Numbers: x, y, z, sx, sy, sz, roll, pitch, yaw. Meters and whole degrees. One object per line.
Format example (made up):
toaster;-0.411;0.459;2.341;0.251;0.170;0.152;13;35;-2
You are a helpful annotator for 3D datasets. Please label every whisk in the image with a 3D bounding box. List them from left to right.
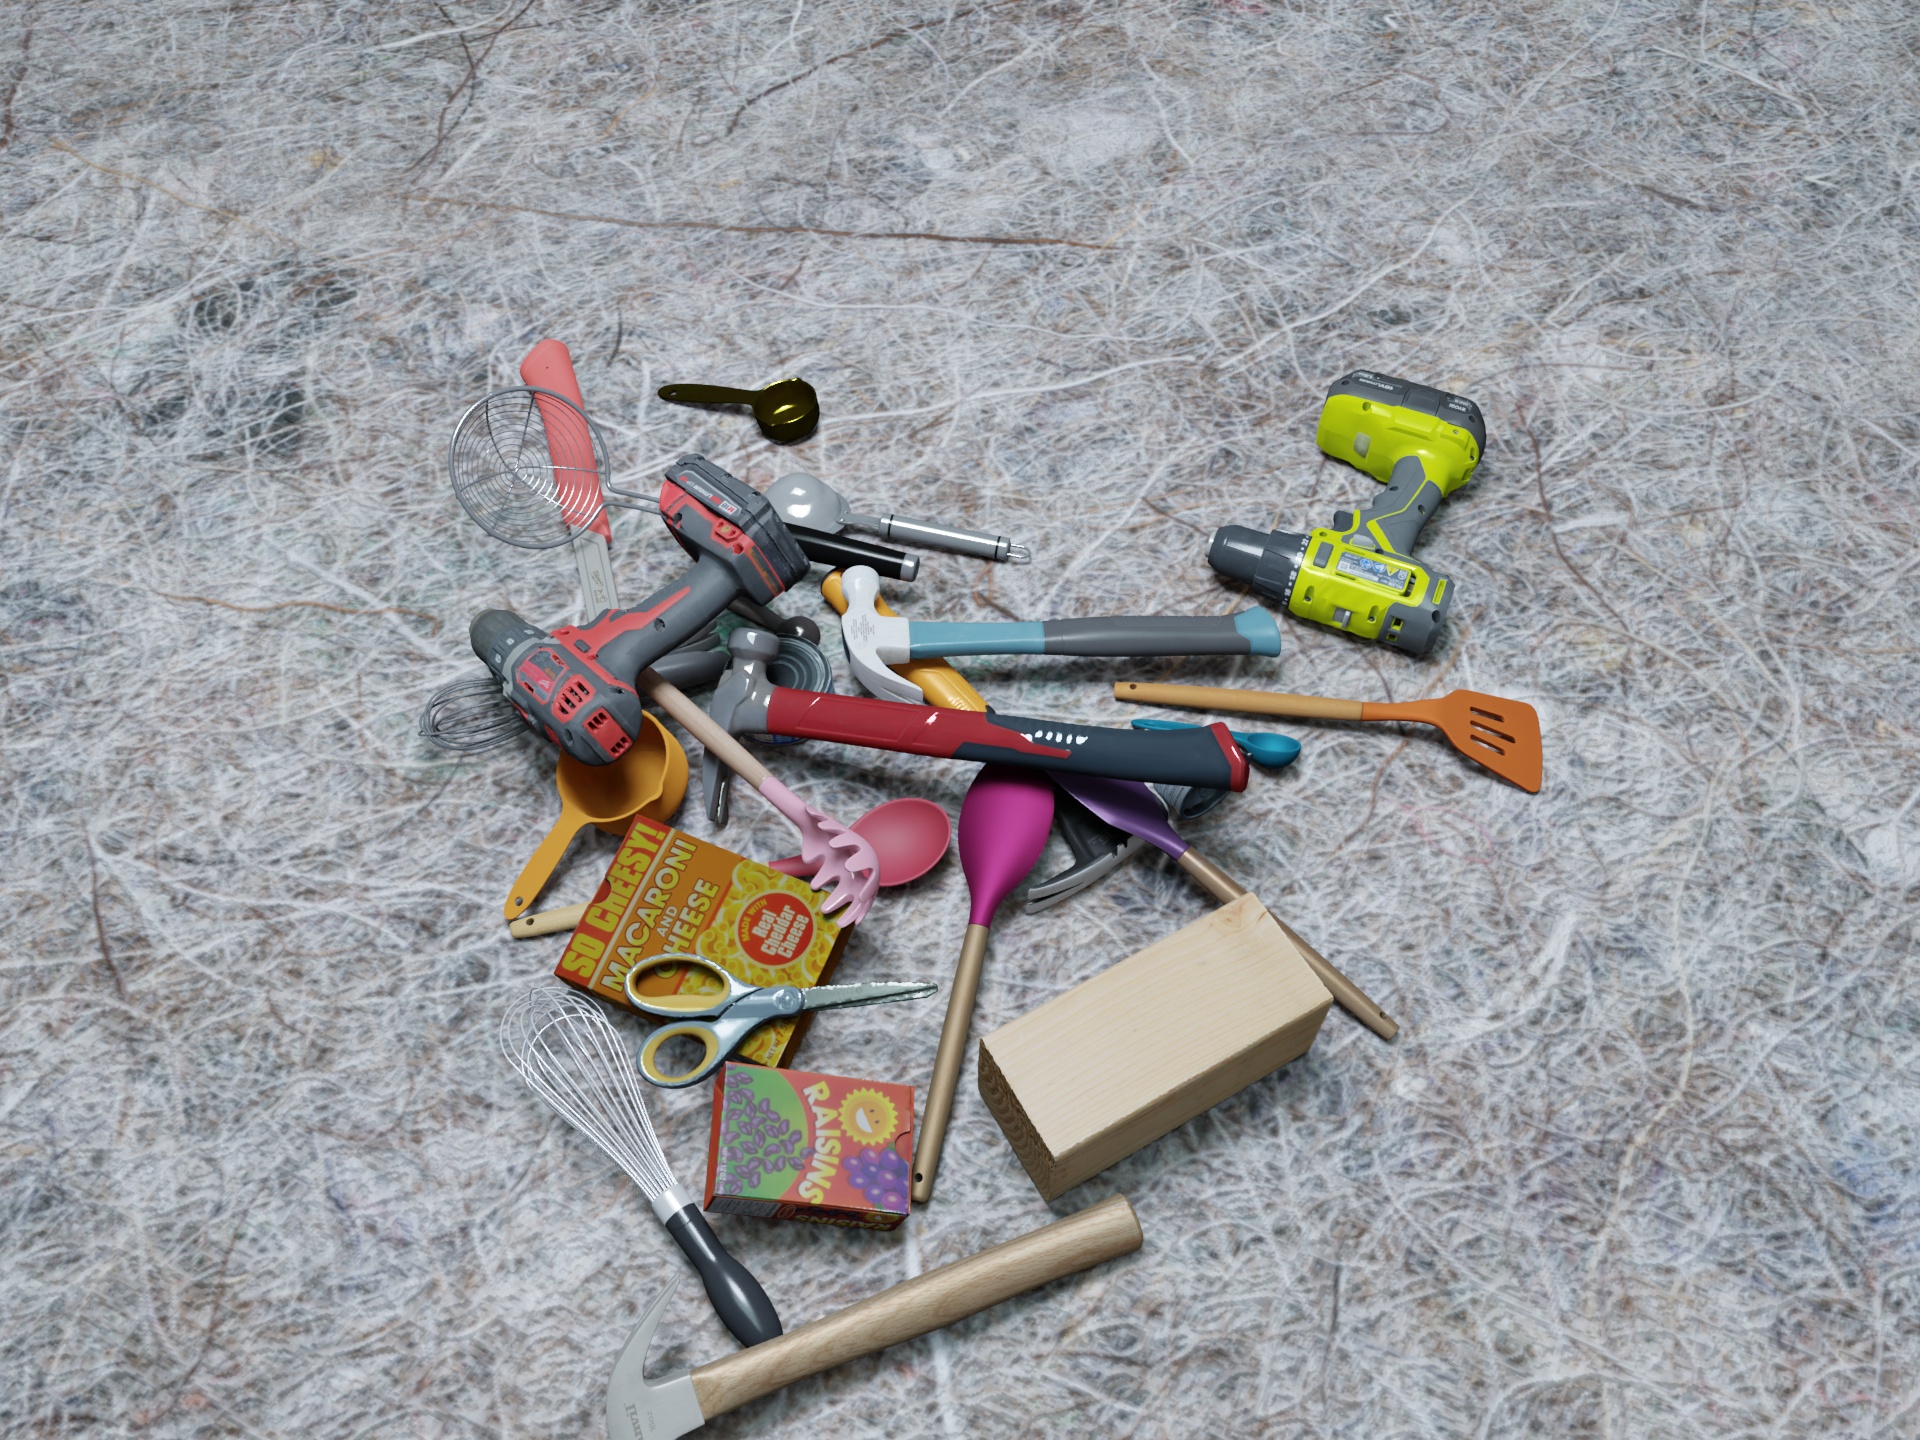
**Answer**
whisk;-0.290;-0.020;1.207;0.239;0.055;0.055;-13;56;-14
whisk;-0.199;0.278;0.996;0.070;0.070;0.285;-33;66;-20

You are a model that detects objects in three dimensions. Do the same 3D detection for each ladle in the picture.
ladle;-0.160;0.113;1.123;0.315;0.031;0.069;-12;53;-6

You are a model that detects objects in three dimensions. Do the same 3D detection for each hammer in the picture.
hammer;-0.306;-0.187;1.324;0.149;0.036;0.359;-13;57;-9
hammer;-0.046;0.351;0.938;0.331;0.031;0.130;-17;83;-16
hammer;-0.002;-0.004;1.198;0.127;0.034;0.337;-33;61;-22
hammer;0.004;0.026;1.106;0.386;0.038;0.143;7;82;17
hammer;0.076;-0.064;1.203;0.331;0.033;0.128;-1;53;-3

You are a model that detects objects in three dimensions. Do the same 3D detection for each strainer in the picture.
strainer;-0.068;-0.165;1.308;0.258;0.050;0.087;12;42;4

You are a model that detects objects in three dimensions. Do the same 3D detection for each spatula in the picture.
spatula;0.175;0.108;1.102;0.316;0.018;0.060;41;48;15
spatula;0.278;-0.003;1.204;0.322;0.041;0.081;5;55;9

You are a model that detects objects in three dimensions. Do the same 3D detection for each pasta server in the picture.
pasta server;-0.157;0.033;1.104;0.040;0.060;0.316;-25;50;-37

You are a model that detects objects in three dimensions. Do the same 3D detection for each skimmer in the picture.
skimmer;-0.211;-0.166;1.235;0.363;0.090;0.127;14;82;7

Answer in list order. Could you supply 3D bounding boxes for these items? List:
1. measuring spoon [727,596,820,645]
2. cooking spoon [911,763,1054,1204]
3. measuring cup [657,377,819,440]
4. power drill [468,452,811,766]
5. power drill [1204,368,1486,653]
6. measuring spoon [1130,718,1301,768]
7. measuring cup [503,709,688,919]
measuring spoon;-0.165;-0.091;1.268;0.124;0.018;0.034;29;61;20
cooking spoon;0.007;0.163;1.067;0.069;0.017;0.319;3;63;21
measuring cup;-0.195;-0.275;1.397;0.156;0.029;0.062;10;55;21
power drill;-0.242;-0.086;1.153;0.227;0.080;0.188;-46;50;-12
power drill;0.318;-0.173;1.288;0.190;0.080;0.229;20;61;13
measuring spoon;0.190;0.018;1.193;0.128;0.021;0.042;9;19;16
measuring cup;-0.263;0.074;1.142;0.095;0.052;0.173;30;81;24
